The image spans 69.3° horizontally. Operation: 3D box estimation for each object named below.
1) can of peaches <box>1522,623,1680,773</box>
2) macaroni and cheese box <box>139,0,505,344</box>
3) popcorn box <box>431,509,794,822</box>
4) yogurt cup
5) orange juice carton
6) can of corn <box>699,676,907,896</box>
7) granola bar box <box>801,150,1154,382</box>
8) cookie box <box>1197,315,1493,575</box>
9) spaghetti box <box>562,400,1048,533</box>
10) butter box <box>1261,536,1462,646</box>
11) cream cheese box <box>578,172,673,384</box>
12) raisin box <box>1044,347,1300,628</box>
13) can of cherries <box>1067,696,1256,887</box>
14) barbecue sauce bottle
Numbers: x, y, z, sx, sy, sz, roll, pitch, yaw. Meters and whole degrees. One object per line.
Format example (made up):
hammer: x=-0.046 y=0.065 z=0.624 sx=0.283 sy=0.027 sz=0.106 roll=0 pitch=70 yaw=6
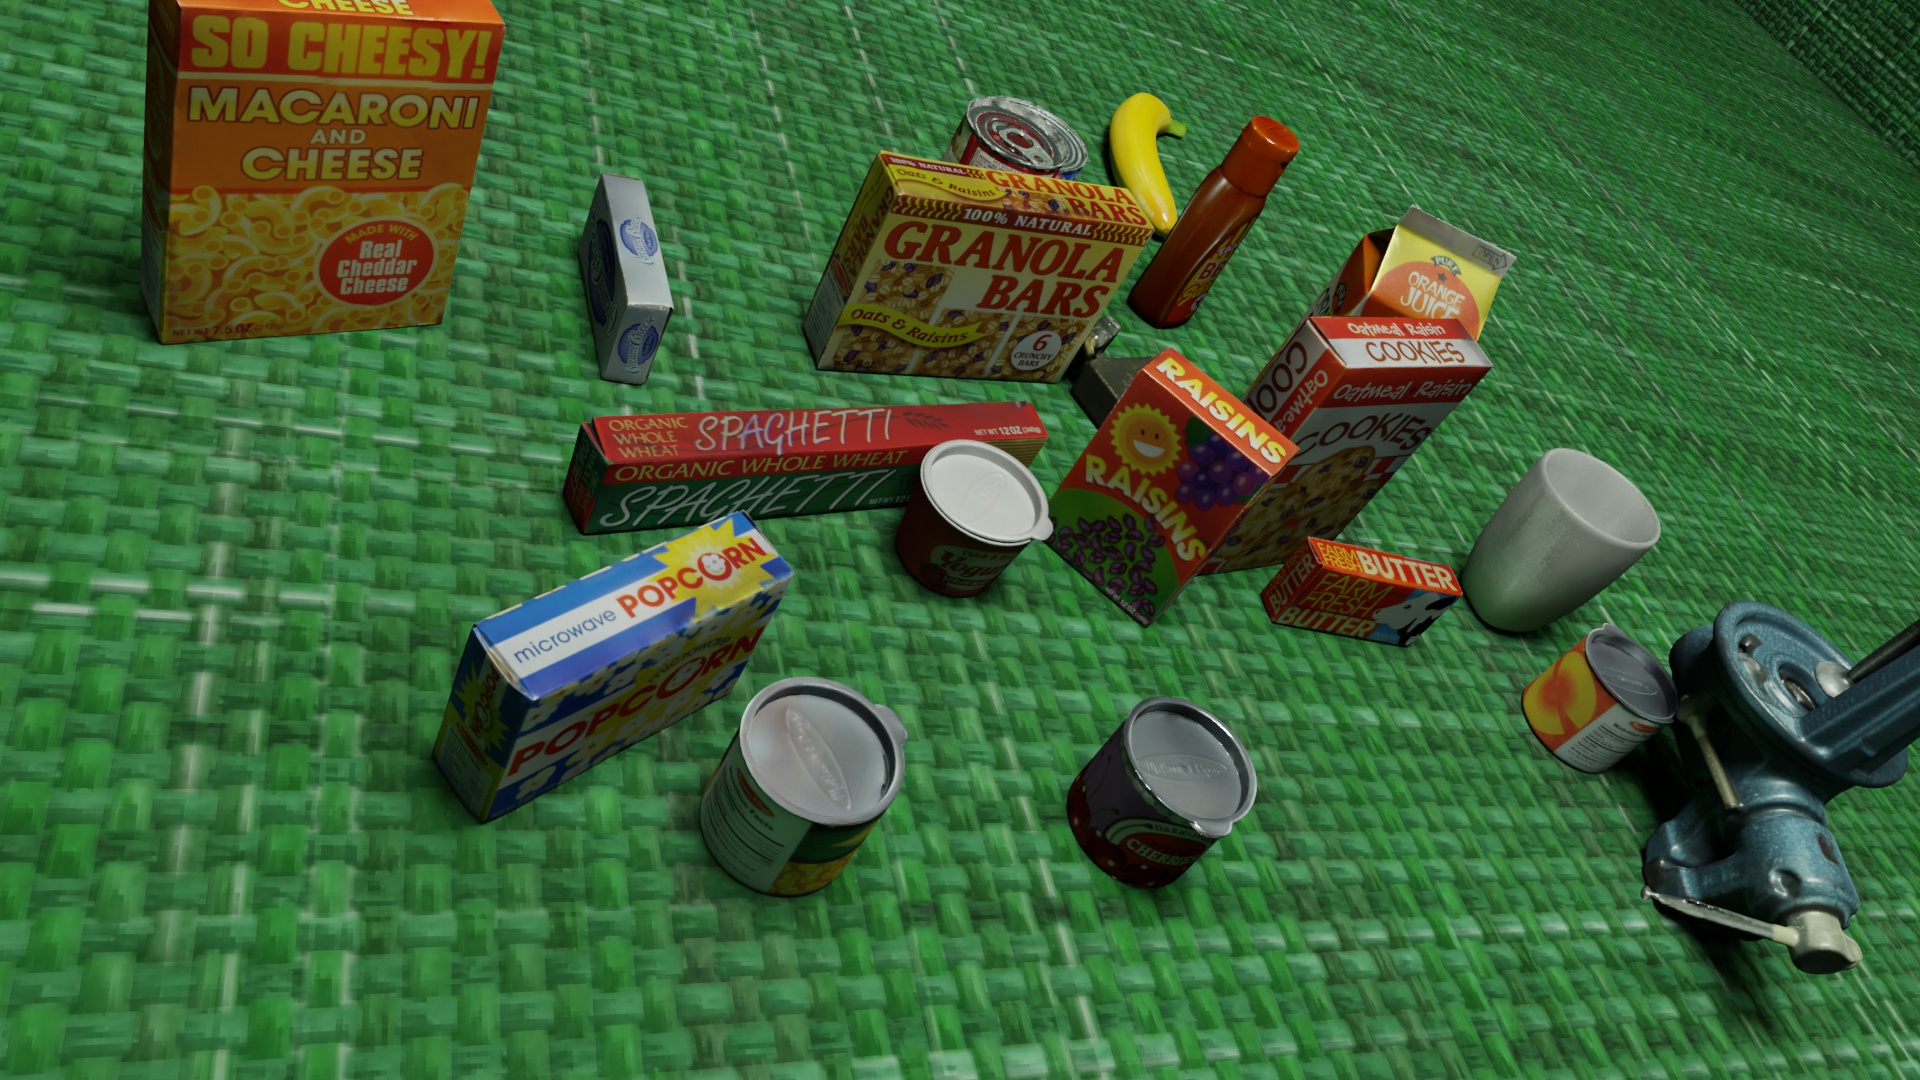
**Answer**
can of peaches: x=0.377 y=0.093 z=0.821 sx=0.071 sy=0.057 sz=0.071 roll=17 pitch=43 yaw=-17
macaroni and cheese box: x=-0.273 y=-0.161 z=0.588 sx=0.124 sy=0.165 sz=0.040 roll=-13 pitch=58 yaw=-40
popcorn box: x=-0.132 y=0.046 z=0.533 sx=0.038 sy=0.084 sz=0.127 roll=46 pitch=43 yaw=15
yogurt cup: x=0.002 y=-0.009 z=0.694 sx=0.072 sy=0.053 sz=0.073 roll=17 pitch=43 yaw=-17
orange juice carton: x=0.244 y=-0.112 z=0.839 sx=0.072 sy=0.191 sz=0.073 roll=25 pitch=41 yaw=-8
can of corn: x=-0.061 y=0.097 z=0.547 sx=0.071 sy=0.058 sz=0.071 roll=17 pitch=43 yaw=-17
granola bar box: x=0.008 y=-0.149 z=0.782 sx=0.166 sy=0.123 sz=0.039 roll=-1 pitch=50 yaw=-32
cookie box: x=0.195 y=-0.051 z=0.768 sx=0.123 sy=0.166 sz=0.040 roll=-6 pitch=53 yaw=-36
spaghetti box: x=-0.067 y=-0.039 z=0.683 sx=0.251 sy=0.050 sz=0.029 roll=-6 pitch=54 yaw=-36
butter box: x=0.230 y=0.031 z=0.796 sx=0.103 sy=0.052 sz=0.024 roll=11 pitch=45 yaw=-23
cream cheese box: x=-0.172 y=-0.134 z=0.710 sx=0.024 sy=0.053 sz=0.104 roll=3 pitch=48 yaw=-29
raisin box: x=0.103 y=-0.026 z=0.720 sx=0.086 sy=0.122 sz=0.040 roll=42 pitch=41 yaw=11
can of cherries: x=0.089 y=0.115 z=0.622 sx=0.071 sy=0.058 sz=0.072 roll=17 pitch=43 yaw=-17
barbecue sauce bottle: x=0.169 y=-0.211 z=0.924 sx=0.044 sy=0.147 sz=0.065 roll=44 pitch=42 yaw=13
